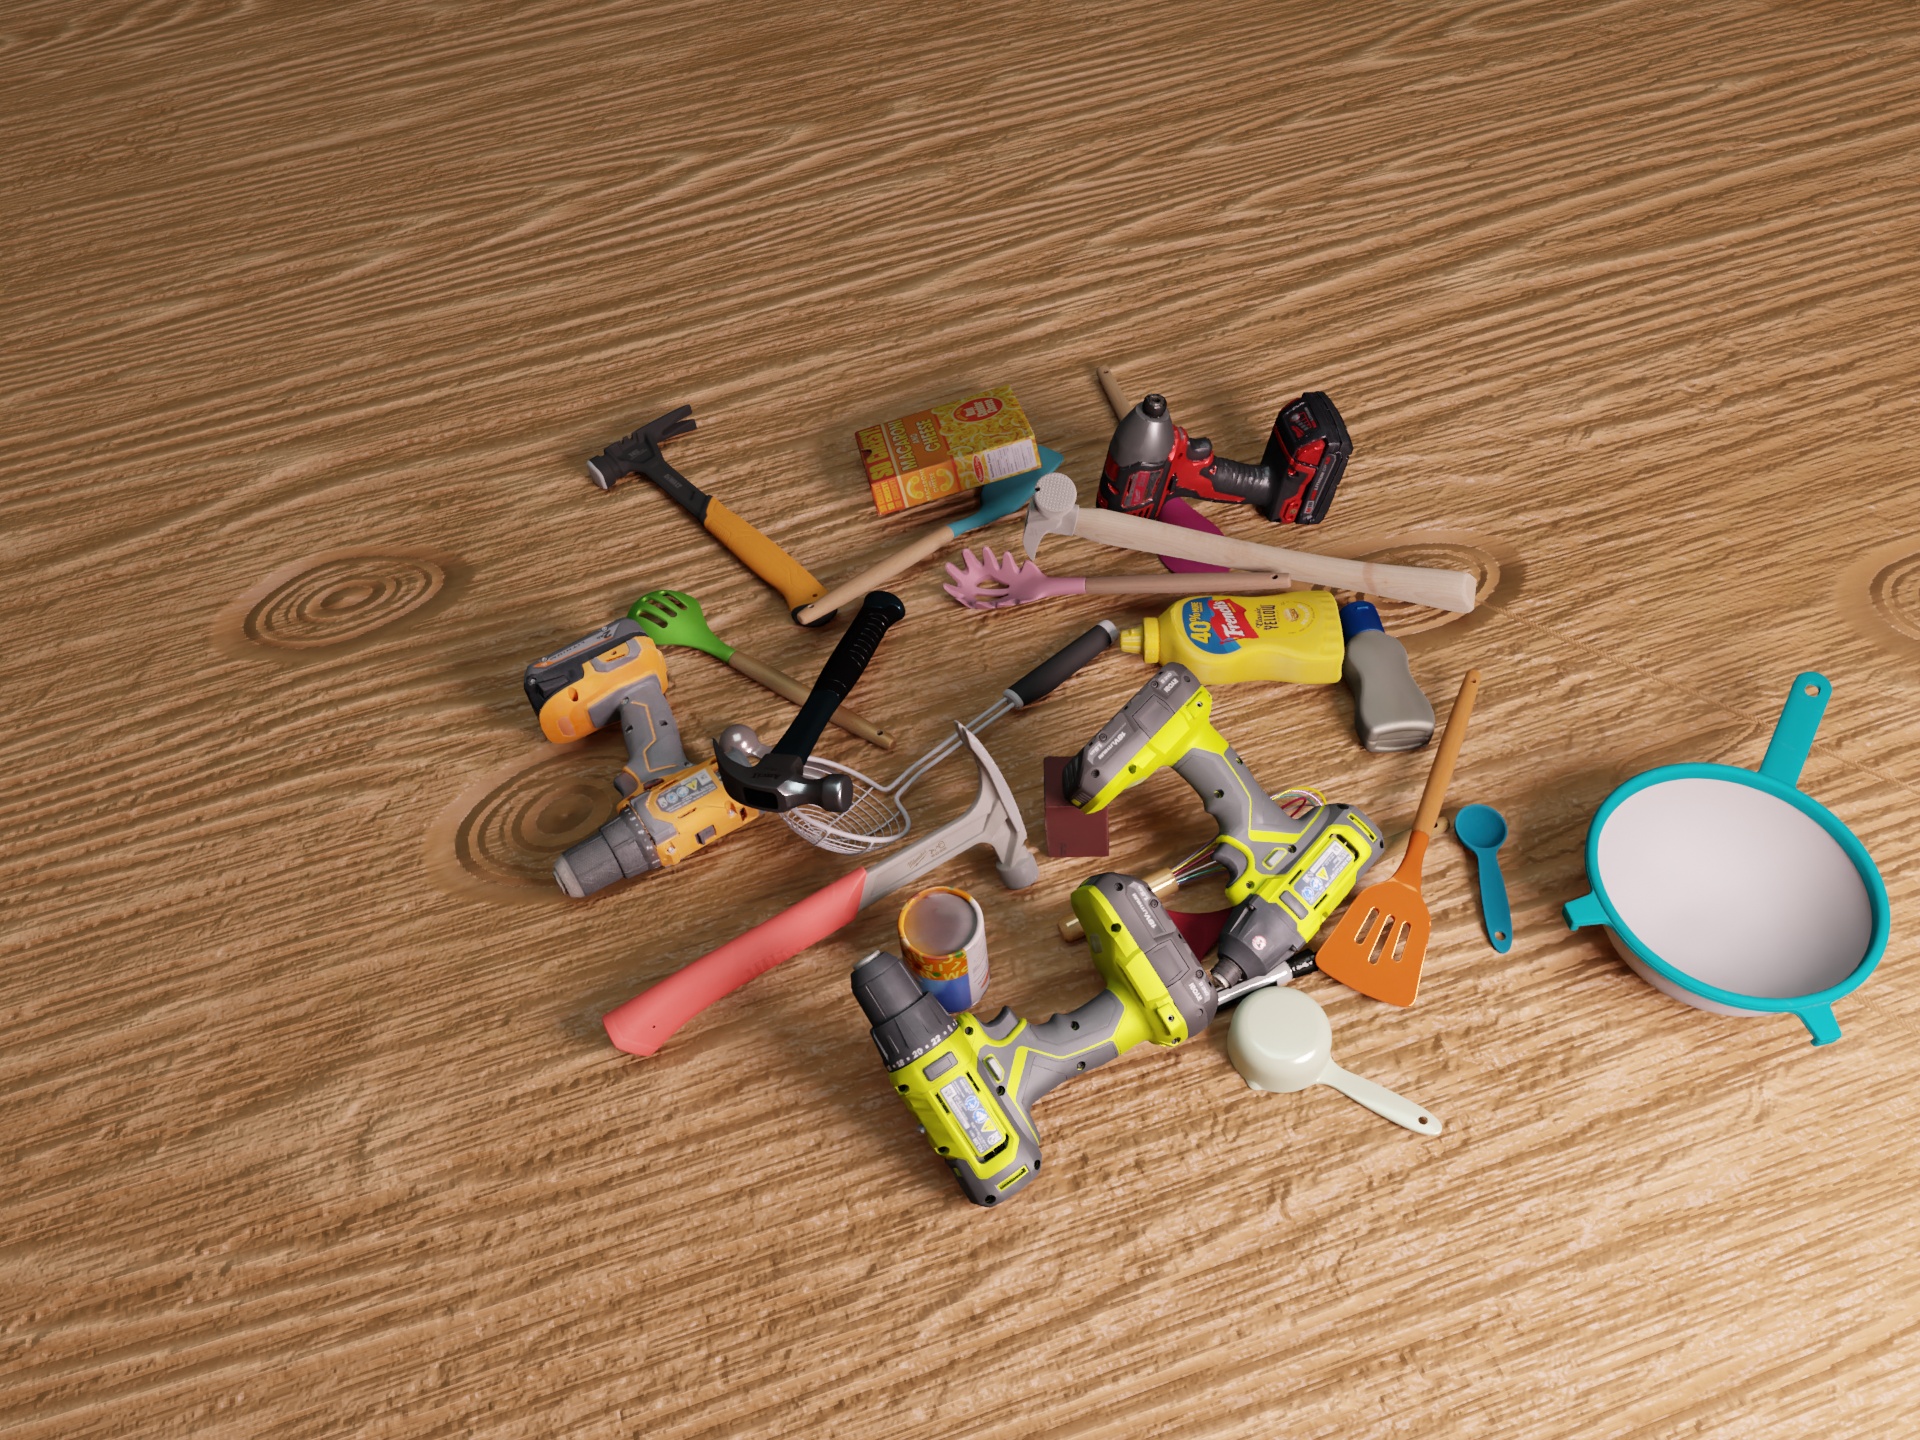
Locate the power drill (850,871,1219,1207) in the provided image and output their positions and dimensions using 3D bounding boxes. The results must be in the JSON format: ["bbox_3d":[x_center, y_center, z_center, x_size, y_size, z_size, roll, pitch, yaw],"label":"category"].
[{"bbox_3d":[0.050,0.207,1.140,0.228,0.080,0.190,-32,88,-14],"label":"power drill"}]

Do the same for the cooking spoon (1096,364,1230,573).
[{"bbox_3d":[0.192,-0.252,1.587,0.068,0.017,0.319,-15,52,-7],"label":"cooking spoon"}]

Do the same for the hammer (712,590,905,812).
[{"bbox_3d":[-0.110,-0.025,1.354,0.128,0.033,0.331,2,32,15],"label":"hammer"}]

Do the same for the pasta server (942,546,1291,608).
[{"bbox_3d":[0.140,-0.127,1.450,0.316,0.040,0.060,0,66,18],"label":"pasta server"}]

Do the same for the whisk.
[{"bbox_3d":[0.187,0.114,1.278,0.245,0.047,0.051,-24,54,-10],"label":"whisk"}]

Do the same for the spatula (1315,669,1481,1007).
[{"bbox_3d":[0.372,0.080,1.281,0.081,0.041,0.323,24,55,9],"label":"spatula"}]

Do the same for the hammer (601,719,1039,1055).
[{"bbox_3d":[-0.115,0.145,1.236,0.359,0.149,0.037,-29,24,-10],"label":"hammer"}]

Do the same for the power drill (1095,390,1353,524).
[{"bbox_3d":[0.242,-0.245,1.483,0.219,0.143,0.079,-4,51,-12],"label":"power drill"}]

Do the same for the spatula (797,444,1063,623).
[{"bbox_3d":[-0.033,-0.178,1.517,0.317,0.044,0.082,-34,41,-29],"label":"spatula"}]

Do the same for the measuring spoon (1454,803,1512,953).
[{"bbox_3d":[0.419,0.128,1.267,0.042,0.021,0.129,0,60,-1],"label":"measuring spoon"}]

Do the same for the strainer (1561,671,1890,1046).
[{"bbox_3d":[0.599,0.099,1.222,0.211,0.095,0.340,26,56,20],"label":"strainer"}]

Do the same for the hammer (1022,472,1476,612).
[{"bbox_3d":[0.261,-0.147,1.447,0.410,0.146,0.038,11,77,-1],"label":"hammer"}]

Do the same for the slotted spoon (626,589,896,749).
[{"bbox_3d":[-0.185,-0.048,1.451,0.314,0.031,0.070,28,59,23],"label":"slotted spoon"}]

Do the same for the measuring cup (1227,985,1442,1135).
[{"bbox_3d":[0.274,0.251,1.160,0.168,0.038,0.083,26,58,26],"label":"measuring cup"}]

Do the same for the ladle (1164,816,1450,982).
[{"bbox_3d":[0.255,0.137,1.263,0.315,0.031,0.069,-21,63,-14],"label":"ladle"}]

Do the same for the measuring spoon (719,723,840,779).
[{"bbox_3d":[-0.157,0.030,1.390,0.124,0.018,0.034,20,55,19],"label":"measuring spoon"}]

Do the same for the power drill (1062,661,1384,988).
[{"bbox_3d":[0.192,0.080,1.218,0.223,0.080,0.171,44,73,4],"label":"power drill"}]

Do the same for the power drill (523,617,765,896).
[{"bbox_3d":[-0.295,0.036,1.361,0.185,0.084,0.226,-30,59,-16],"label":"power drill"}]

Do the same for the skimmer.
[{"bbox_3d":[-0.002,-0.004,1.357,0.363,0.090,0.127,-36,53,-22],"label":"skimmer"}]

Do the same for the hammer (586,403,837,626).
[{"bbox_3d":[-0.228,-0.198,1.570,0.127,0.034,0.337,-36,57,-21],"label":"hammer"}]
